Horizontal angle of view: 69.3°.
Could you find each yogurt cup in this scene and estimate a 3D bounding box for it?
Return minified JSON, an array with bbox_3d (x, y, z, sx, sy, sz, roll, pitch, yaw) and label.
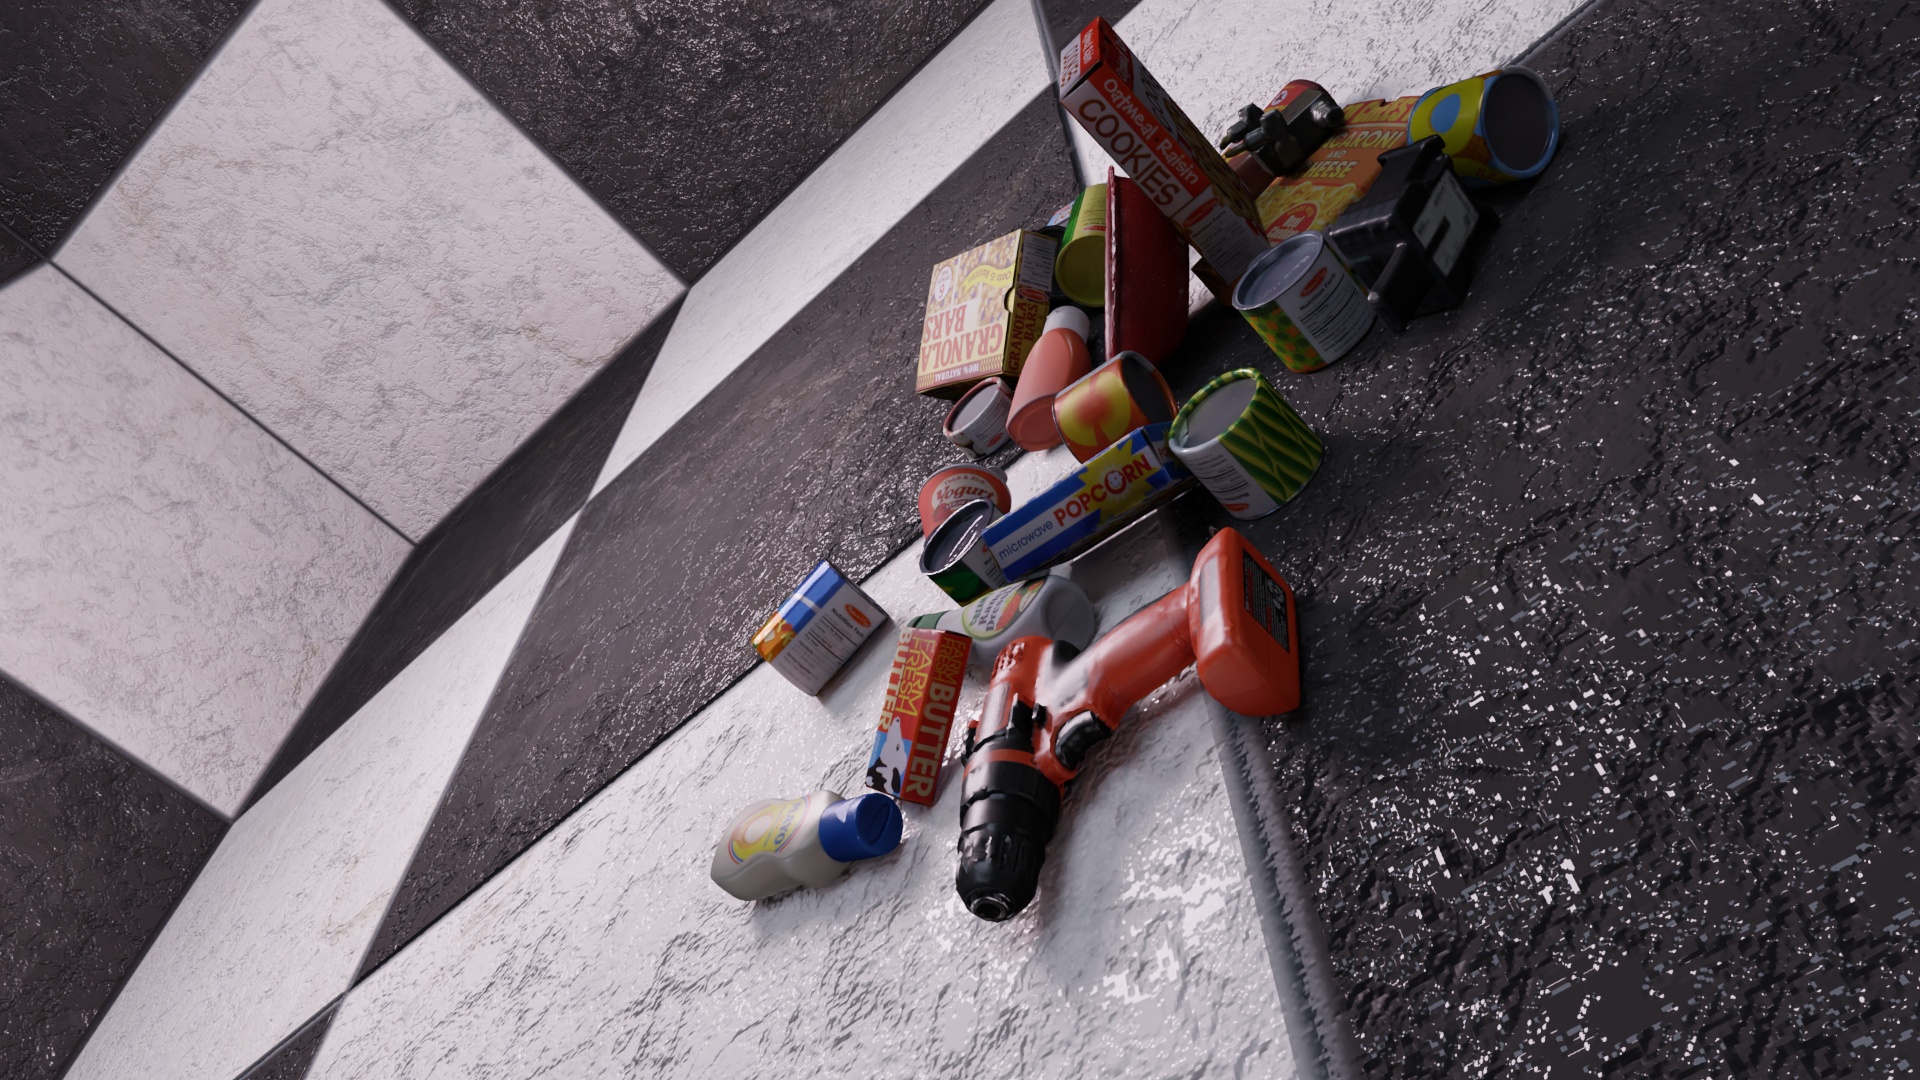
[{"bbox_3d":[0.004,-0.012,0.983,0.072,0.072,0.054,-36,32,25],"label":"yogurt cup"}]

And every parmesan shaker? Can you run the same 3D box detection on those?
[{"bbox_3d":[0.123,-0.251,1.181,0.071,0.071,0.103,-32,25,32],"label":"parmesan shaker"}]

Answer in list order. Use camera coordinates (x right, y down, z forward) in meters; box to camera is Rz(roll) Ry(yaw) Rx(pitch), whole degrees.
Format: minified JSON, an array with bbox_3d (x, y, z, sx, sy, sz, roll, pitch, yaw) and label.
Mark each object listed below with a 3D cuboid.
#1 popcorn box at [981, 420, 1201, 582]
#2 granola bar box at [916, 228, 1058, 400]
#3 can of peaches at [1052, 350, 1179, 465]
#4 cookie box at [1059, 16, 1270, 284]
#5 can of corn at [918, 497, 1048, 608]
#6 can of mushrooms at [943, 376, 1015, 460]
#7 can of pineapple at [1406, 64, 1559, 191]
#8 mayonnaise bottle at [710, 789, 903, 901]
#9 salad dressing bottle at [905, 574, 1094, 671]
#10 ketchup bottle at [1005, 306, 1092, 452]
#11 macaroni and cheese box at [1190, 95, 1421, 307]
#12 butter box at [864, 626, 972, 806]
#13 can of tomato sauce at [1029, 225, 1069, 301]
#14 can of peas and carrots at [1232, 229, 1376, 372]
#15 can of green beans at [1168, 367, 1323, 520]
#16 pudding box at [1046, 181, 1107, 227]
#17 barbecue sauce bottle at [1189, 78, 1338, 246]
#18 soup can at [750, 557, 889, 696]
[{"bbox_3d":[0.085,-0.024,0.837,0.126,0.038,0.085,-33,-10,30],"label":"popcorn box"},{"bbox_3d":[0.019,-0.194,1.220,0.165,0.039,0.124,-2,78,62],"label":"granola bar box"},{"bbox_3d":[0.105,-0.082,0.920,0.058,0.071,0.071,-32,26,32],"label":"can of peaches"},{"bbox_3d":[0.135,-0.263,0.927,0.040,0.167,0.123,-38,23,24],"label":"cookie box"},{"bbox_3d":[0.015,0.015,0.920,0.071,0.058,0.071,-38,23,20],"label":"can of corn"},{"bbox_3d":[0.019,-0.101,1.146,0.071,0.033,0.071,-38,24,21],"label":"can of mushrooms"},{"bbox_3d":[0.309,-0.240,0.823,0.071,0.071,0.058,-53,23,-15],"label":"can of pineapple"},{"bbox_3d":[-0.094,0.182,0.849,0.147,0.041,0.065,-24,31,45],"label":"mayonnaise bottle"},{"bbox_3d":[0.019,0.056,0.860,0.147,0.044,0.064,-16,32,52],"label":"salad dressing bottle"},{"bbox_3d":[0.075,-0.132,1.084,0.064,0.043,0.149,-31,26,32],"label":"ketchup bottle"},{"bbox_3d":[0.248,-0.228,0.940,0.166,0.040,0.124,-47,21,-1],"label":"macaroni and cheese box"},{"bbox_3d":[-0.026,0.103,0.834,0.053,0.024,0.103,1,75,61],"label":"butter box"},{"bbox_3d":[0.065,-0.248,1.266,0.071,0.071,0.083,-53,22,-16],"label":"can of tomato sauce"},{"bbox_3d":[0.209,-0.145,0.847,0.071,0.058,0.071,-38,22,19],"label":"can of peas and carrots"},{"bbox_3d":[0.159,-0.055,0.780,0.071,0.057,0.071,-38,23,20],"label":"can of green beans"},{"bbox_3d":[0.123,-0.287,1.257,0.083,0.049,0.030,-19,36,50],"label":"pudding box"},{"bbox_3d":[0.227,-0.294,1.090,0.148,0.043,0.065,-46,22,1],"label":"barbecue sauce bottle"},{"bbox_3d":[-0.106,0.064,1.042,0.084,0.071,0.071,-48,22,-2],"label":"soup can"}]
